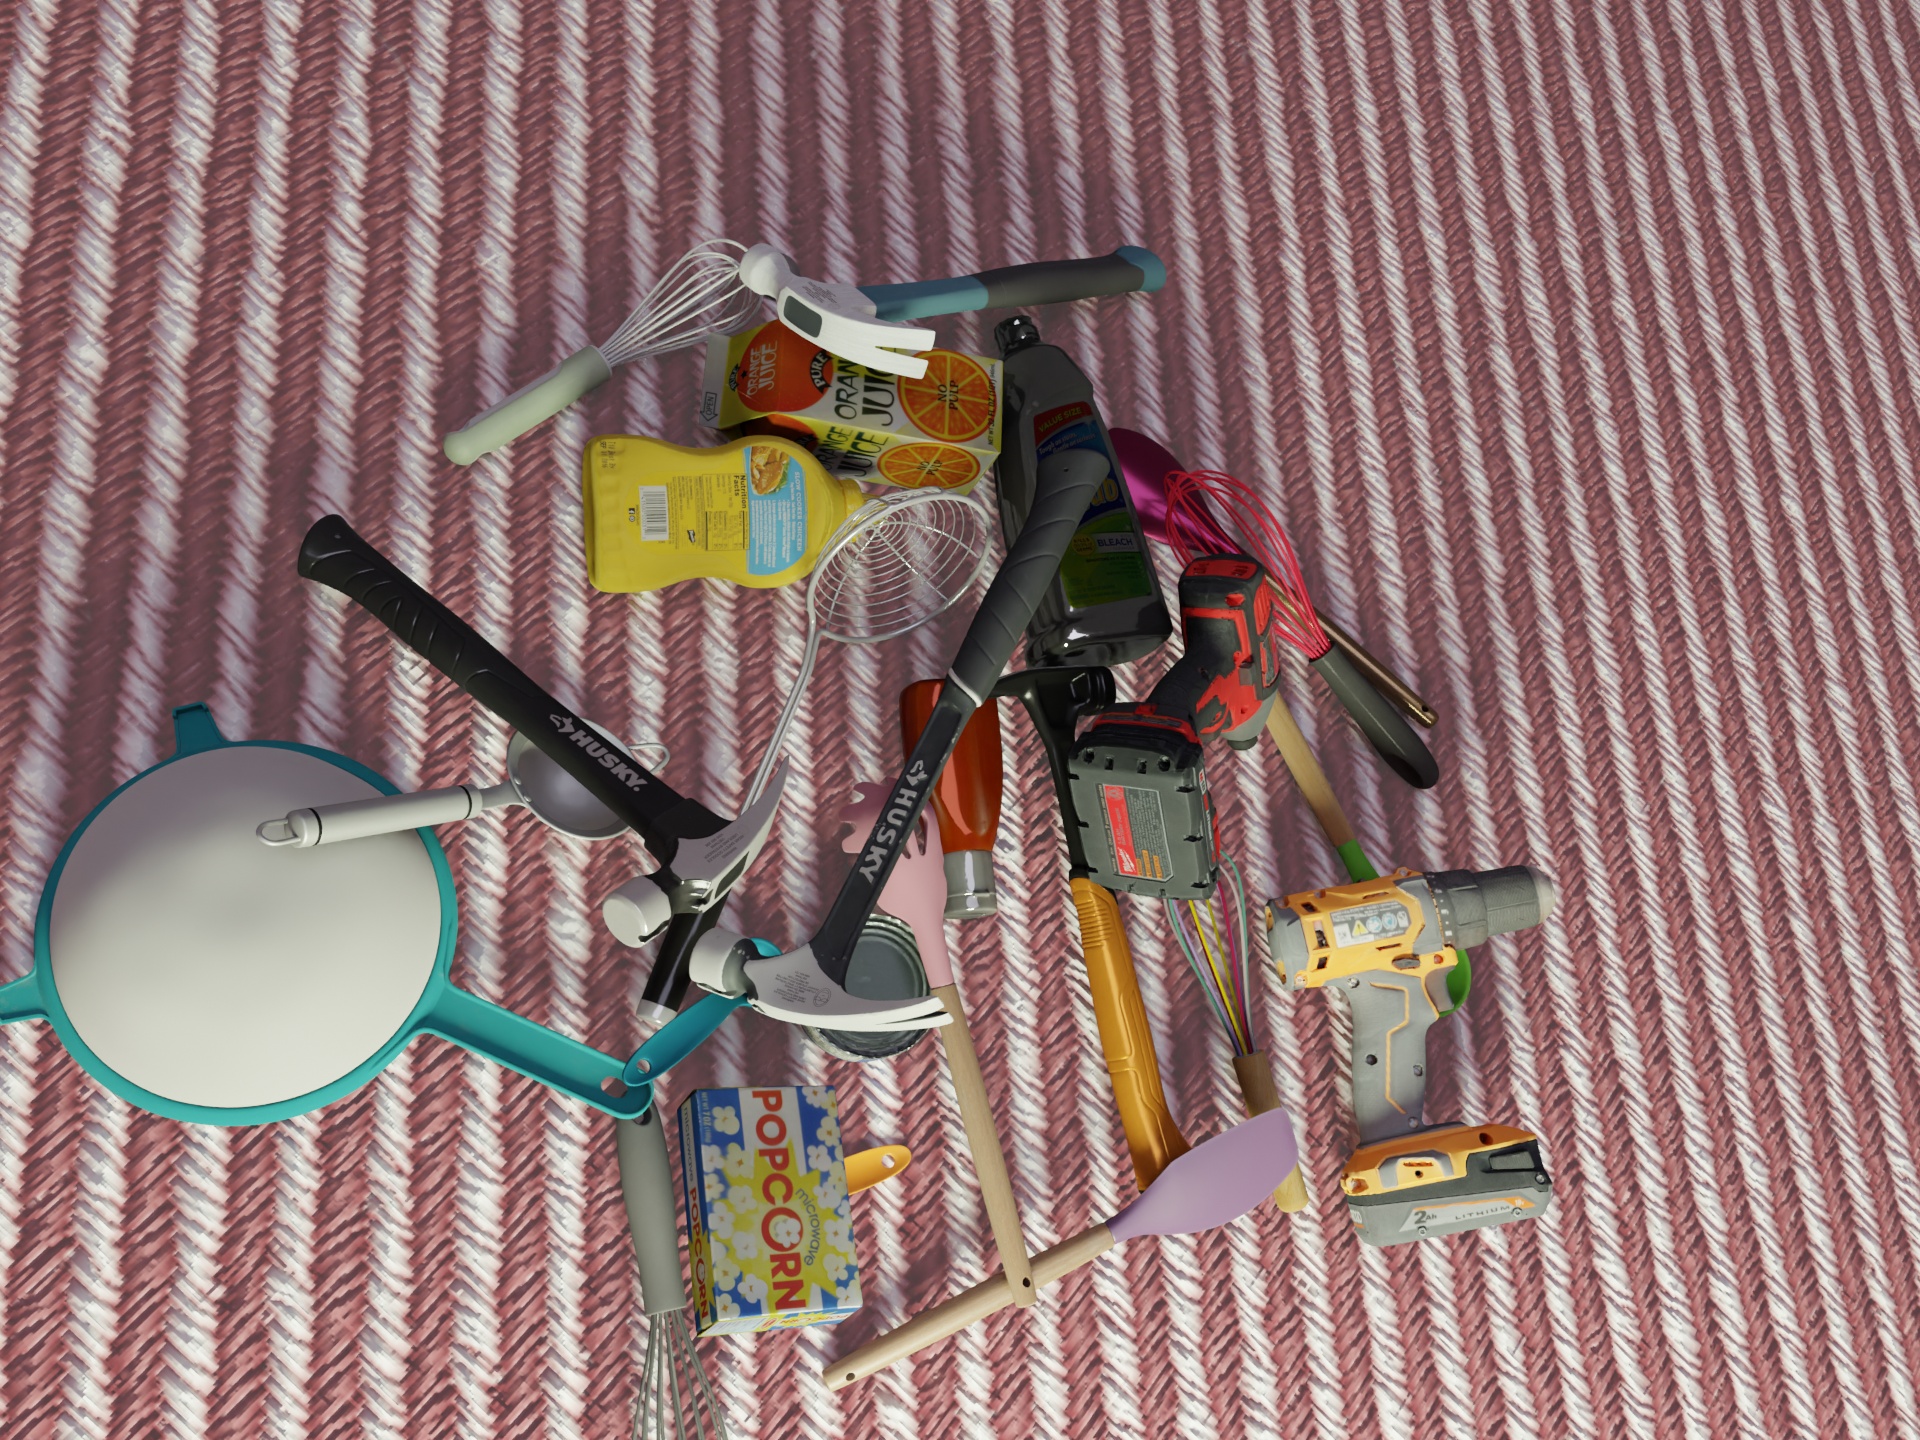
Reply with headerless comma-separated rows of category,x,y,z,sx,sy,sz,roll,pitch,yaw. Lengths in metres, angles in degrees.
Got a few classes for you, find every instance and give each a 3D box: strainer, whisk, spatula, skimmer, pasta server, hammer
strainer,-0.266,0.043,0.870,0.258,0.050,0.087,-9,62,-55
whisk,-0.225,-0.234,1.018,0.246,0.058,0.059,-39,114,-21
spatula,0.065,0.315,0.934,0.316,0.018,0.059,-22,108,-16
skimmer,-0.086,0.020,0.958,0.090,0.127,0.363,14,71,23
pasta server,-0.006,0.183,0.933,0.060,0.040,0.316,-12,81,-23
whisk,0.240,-0.063,1.111,0.295,0.073,0.073,48,64,-10
hammer,0.019,-0.294,1.083,0.331,0.033,0.128,-20,53,-39
hammer,-0.001,-0.003,0.935,0.149,0.036,0.409,14,62,26
hammer,-0.246,-0.015,0.891,0.335,0.035,0.146,37,42,15
strainer,-0.315,0.126,0.832,0.340,0.095,0.211,26,66,-6
hammer,0.084,0.130,0.995,0.127,0.034,0.337,-6,79,-43
whisk,0.181,0.193,1.027,0.051,0.047,0.245,-15,83,-10
whisk,-0.163,0.319,0.863,0.055,0.055,0.239,-5,70,-21

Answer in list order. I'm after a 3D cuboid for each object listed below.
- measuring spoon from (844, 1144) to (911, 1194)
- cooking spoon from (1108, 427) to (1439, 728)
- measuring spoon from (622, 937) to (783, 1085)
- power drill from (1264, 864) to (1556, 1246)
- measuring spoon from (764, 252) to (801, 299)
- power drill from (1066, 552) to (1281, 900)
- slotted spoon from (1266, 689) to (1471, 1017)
measuring spoon,-0.081,0.272,0.925,0.117,0.011,0.021,-14,68,-26
cooking spoon,0.221,-0.100,1.146,0.319,0.017,0.069,40,66,-3
measuring spoon,-0.149,0.170,0.911,0.042,0.021,0.128,54,48,0
power drill,0.310,0.205,1.021,0.185,0.084,0.226,-12,74,1
measuring spoon,-0.090,-0.280,1.094,0.124,0.018,0.034,38,65,-5
power drill,0.148,0.006,1.007,0.078,0.143,0.220,6,39,27
slotted spoon,0.256,0.061,1.102,0.070,0.031,0.314,-25,80,-9
